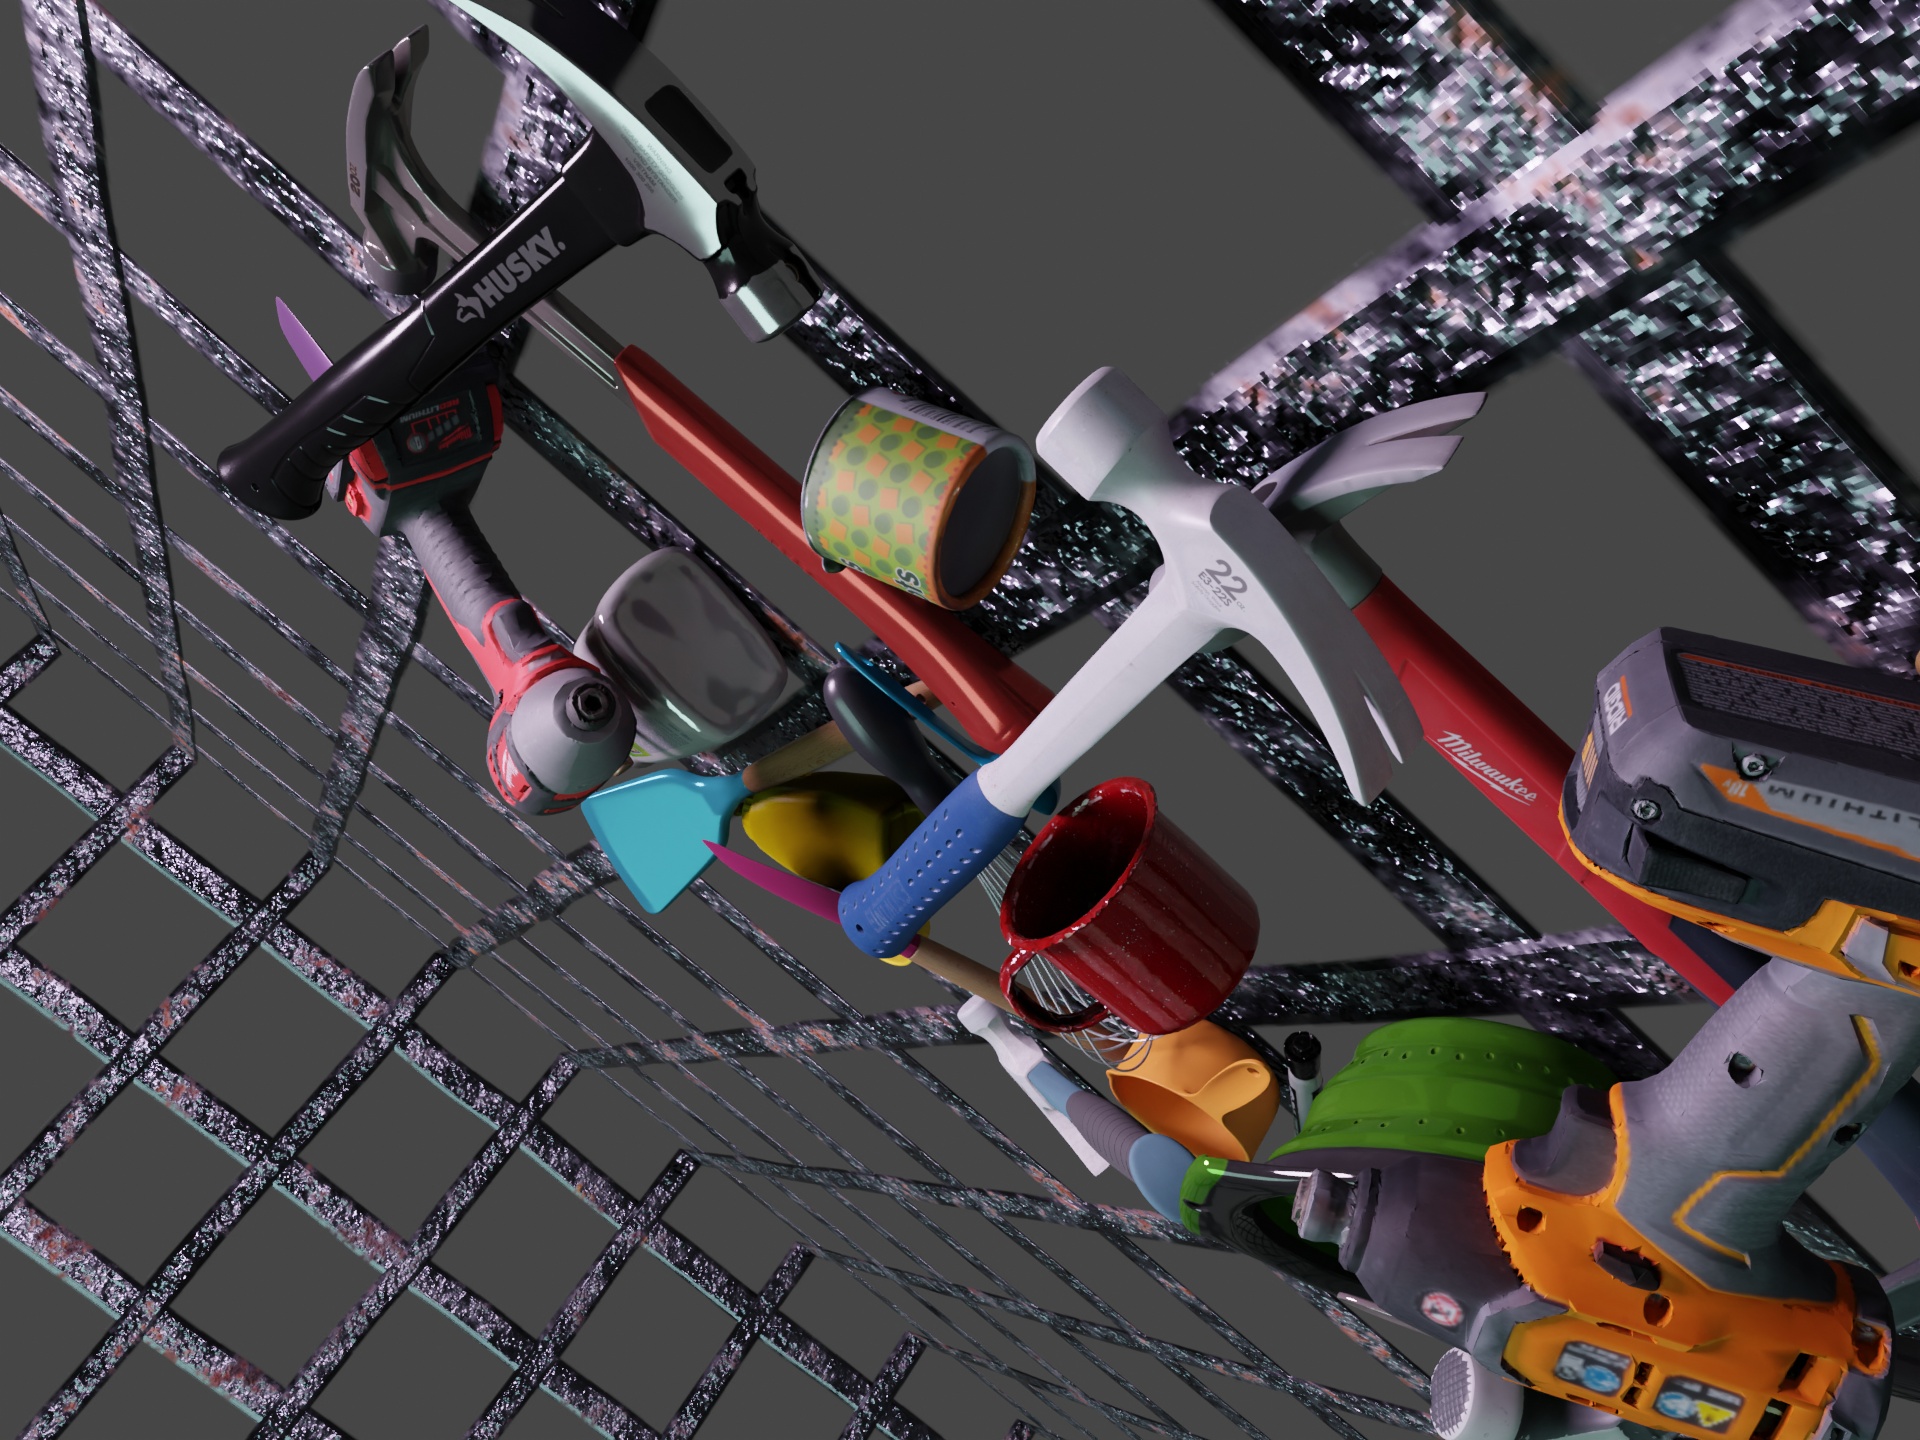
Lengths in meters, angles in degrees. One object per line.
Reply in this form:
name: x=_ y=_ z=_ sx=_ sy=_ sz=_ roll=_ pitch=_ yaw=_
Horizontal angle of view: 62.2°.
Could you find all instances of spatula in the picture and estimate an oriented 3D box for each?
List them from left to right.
spatula: x=-0.277 y=-0.098 z=0.866 sx=0.316 sy=0.018 sz=0.059 roll=52 pitch=156 yaw=3
spatula: x=-0.104 y=0.032 z=0.846 sx=0.317 sy=0.044 sz=0.082 roll=-25 pitch=98 yaw=50

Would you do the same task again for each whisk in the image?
whisk: x=0.022 y=0.076 z=0.778 sx=0.070 sy=0.070 sz=0.284 roll=3 pitch=140 yaw=51

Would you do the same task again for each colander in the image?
colander: x=0.294 y=0.203 z=0.648 sx=0.397 sy=0.095 sz=0.204 roll=12 pitch=151 yaw=11

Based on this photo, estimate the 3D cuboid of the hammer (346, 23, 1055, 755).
hammer: x=-0.101 y=-0.116 z=0.656 sx=0.359 sy=0.037 sz=0.149 roll=41 pitch=155 yaw=-6

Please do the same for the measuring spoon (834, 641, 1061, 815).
measuring spoon: x=-0.001 y=-0.002 z=0.718 sx=0.128 sy=0.021 sz=0.042 roll=37 pitch=-169 yaw=-17

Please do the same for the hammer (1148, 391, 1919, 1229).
hammer: x=0.237 y=0.056 z=0.506 sx=0.386 sy=0.038 sz=0.143 roll=41 pitch=154 yaw=-8

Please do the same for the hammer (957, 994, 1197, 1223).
hammer: x=0.073 y=0.222 z=0.893 sx=0.128 sy=0.033 sz=0.331 roll=49 pitch=171 yaw=-4

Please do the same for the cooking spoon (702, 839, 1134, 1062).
cooking spoon: x=-0.006 y=0.138 z=0.896 sx=0.318 sy=0.017 sz=0.069 roll=30 pitch=168 yaw=-22

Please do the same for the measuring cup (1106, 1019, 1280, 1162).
measuring cup: x=0.140 y=0.185 z=0.842 sx=0.095 sy=0.052 sz=0.173 roll=35 pitch=153 yaw=6

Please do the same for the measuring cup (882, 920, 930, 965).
measuring cup: x=-0.063 y=0.084 z=0.979 sx=0.062 sy=0.029 sz=0.156 roll=4 pitch=127 yaw=44

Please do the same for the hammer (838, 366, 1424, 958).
hammer: x=0.024 y=0.029 z=0.619 sx=0.144 sy=0.035 sz=0.405 roll=45 pitch=151 yaw=3

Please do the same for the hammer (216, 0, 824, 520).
hammer: x=-0.207 y=-0.153 z=0.615 sx=0.335 sy=0.035 sz=0.146 roll=-19 pitch=120 yaw=41

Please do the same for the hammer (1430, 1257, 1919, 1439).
hammer: x=0.311 y=0.176 z=0.493 sx=0.149 sy=0.036 sz=0.408 roll=18 pitch=139 yaw=-5

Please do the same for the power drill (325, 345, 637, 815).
power drill: x=-0.226 y=-0.064 z=0.765 sx=0.219 sy=0.078 sz=0.143 roll=63 pitch=153 yaw=1

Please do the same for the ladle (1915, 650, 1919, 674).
ladle: x=0.260 y=-0.077 z=0.258 sx=0.069 sy=0.031 sz=0.315 roll=35 pitch=157 yaw=10

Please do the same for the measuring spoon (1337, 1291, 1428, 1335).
measuring spoon: x=0.224 y=0.261 z=0.681 sx=0.124 sy=0.018 sz=0.034 roll=11 pitch=156 yaw=27

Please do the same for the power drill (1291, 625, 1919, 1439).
power drill: x=0.191 y=0.095 z=0.434 sx=0.164 sy=0.084 sz=0.226 roll=14 pitch=117 yaw=12
